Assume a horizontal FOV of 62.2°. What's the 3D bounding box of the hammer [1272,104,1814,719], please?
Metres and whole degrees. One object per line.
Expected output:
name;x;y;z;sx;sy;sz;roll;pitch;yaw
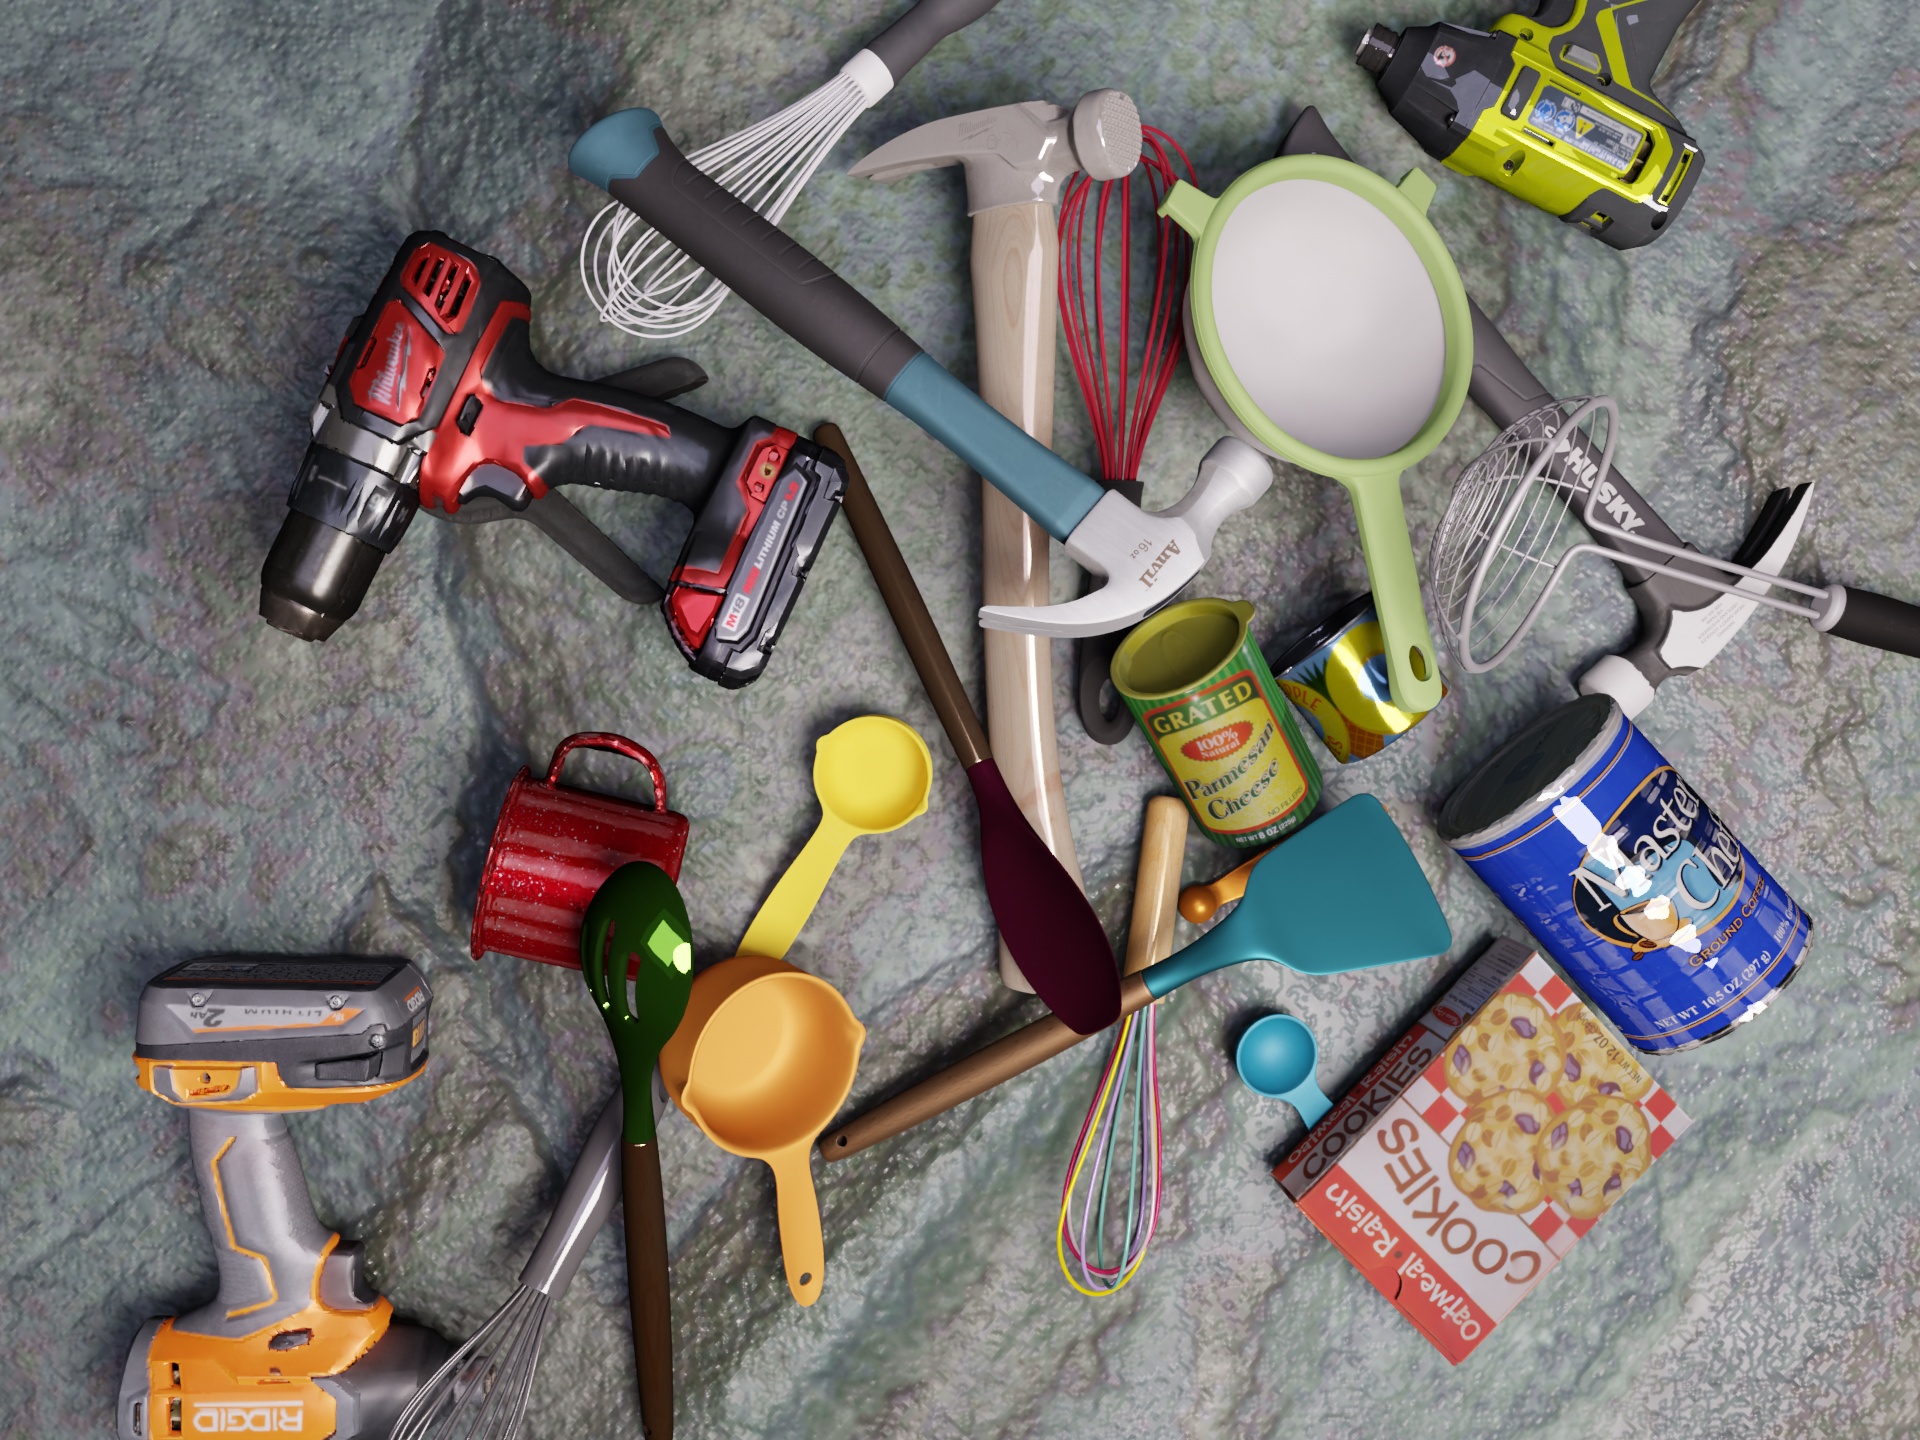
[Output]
hammer;0.273;-0.169;0.788;0.146;0.035;0.335;-41;91;-1

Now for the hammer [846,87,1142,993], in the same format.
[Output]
hammer;0.019;-0.075;0.758;0.146;0.038;0.410;3;99;36

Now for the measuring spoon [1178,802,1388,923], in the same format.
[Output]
measuring spoon;0.162;0.070;0.793;0.117;0.011;0.021;-26;91;-2

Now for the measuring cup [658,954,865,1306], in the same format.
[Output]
measuring cup;-0.093;0.195;0.760;0.095;0.052;0.173;-16;109;-31

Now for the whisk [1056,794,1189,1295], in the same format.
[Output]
whisk;0.083;0.158;0.775;0.047;0.051;0.245;8;87;3

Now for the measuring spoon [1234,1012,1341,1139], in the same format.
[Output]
measuring spoon;0.178;0.198;0.795;0.042;0.021;0.128;-37;101;-5

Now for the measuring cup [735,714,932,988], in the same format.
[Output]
measuring cup;-0.068;0.065;0.781;0.062;0.029;0.156;33;100;0

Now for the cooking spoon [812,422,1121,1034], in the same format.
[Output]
cooking spoon;-0.001;-0.002;0.750;0.017;0.068;0.319;-16;76;-37

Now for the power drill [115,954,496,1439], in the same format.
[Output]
power drill;-0.299;0.229;0.740;0.164;0.084;0.226;2;93;-5

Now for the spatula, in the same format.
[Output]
spatula;0.071;0.139;0.754;0.317;0.044;0.082;-29;72;14

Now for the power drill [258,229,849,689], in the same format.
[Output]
power drill;-0.183;-0.090;0.713;0.226;0.080;0.188;25;86;-9

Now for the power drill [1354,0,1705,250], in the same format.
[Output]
power drill;0.308;-0.365;0.770;0.171;0.080;0.223;26;92;-3

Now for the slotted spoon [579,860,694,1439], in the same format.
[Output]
slotted spoon;-0.143;0.209;0.719;0.070;0.031;0.313;20;118;37

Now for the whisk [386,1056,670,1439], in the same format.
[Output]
whisk;-0.195;0.259;0.731;0.055;0.055;0.239;28;67;-2

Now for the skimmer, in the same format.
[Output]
skimmer;0.367;-0.054;0.722;0.363;0.090;0.127;12;111;-18

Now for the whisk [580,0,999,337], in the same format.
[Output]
whisk;-0.068;-0.287;0.761;0.284;0.070;0.070;-44;92;-7

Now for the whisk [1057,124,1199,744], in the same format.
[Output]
whisk;0.077;-0.135;0.769;0.073;0.073;0.296;2;96;-3

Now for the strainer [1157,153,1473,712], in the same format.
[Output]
strainer;0.169;-0.127;0.737;0.151;0.069;0.256;-12;89;-25

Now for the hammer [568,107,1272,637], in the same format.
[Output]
hammer;-0.034;-0.158;0.688;0.331;0.033;0.128;39;84;7
